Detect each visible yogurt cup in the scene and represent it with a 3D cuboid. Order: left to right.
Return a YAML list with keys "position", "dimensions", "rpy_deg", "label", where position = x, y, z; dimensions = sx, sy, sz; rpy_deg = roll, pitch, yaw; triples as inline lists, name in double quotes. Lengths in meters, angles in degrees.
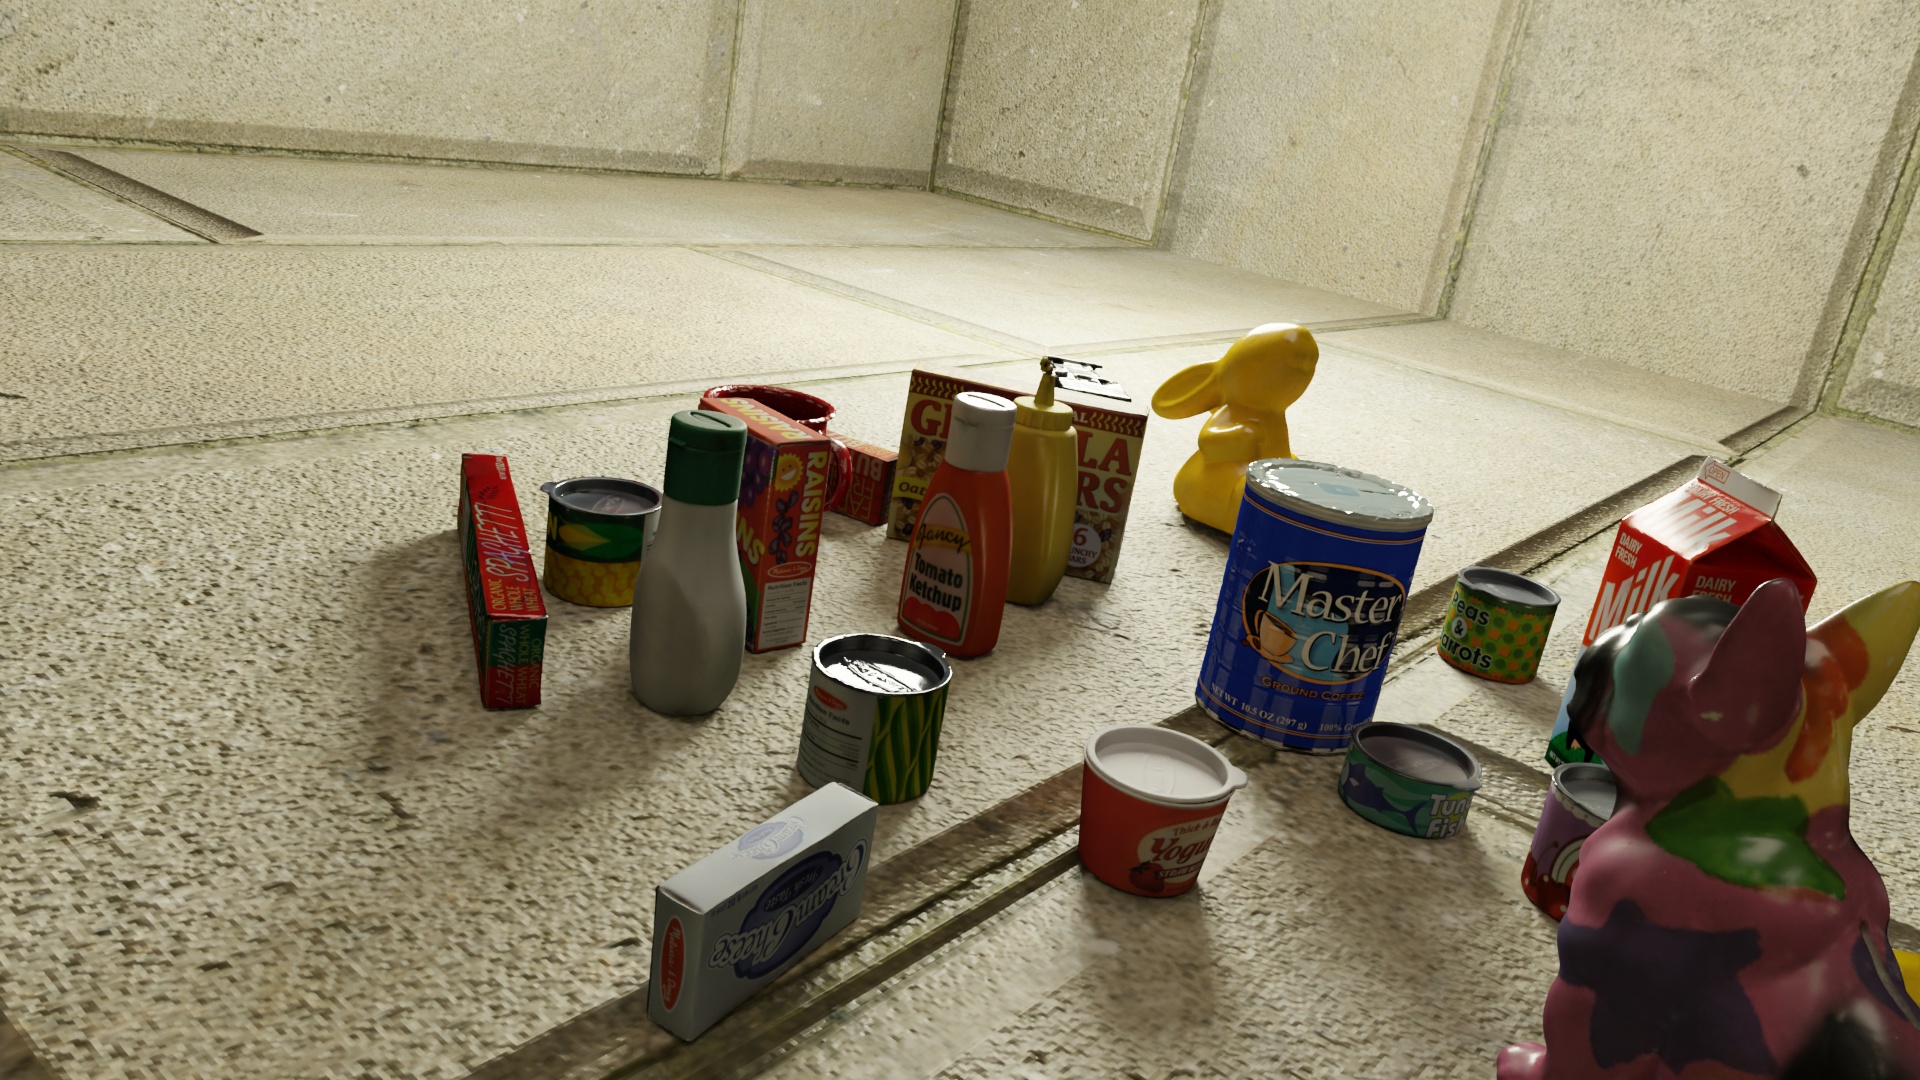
- position: [0.084, 0.121, 0.617]
  dimensions: [0.072, 0.053, 0.072]
  rpy_deg: [9, 19, -3]
  label: "yogurt cup"

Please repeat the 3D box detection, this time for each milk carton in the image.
- position: [0.391, 0.054, 0.751]
  dimensions: [0.073, 0.189, 0.072]
  rpy_deg: [8, 19, -6]
  label: "milk carton"

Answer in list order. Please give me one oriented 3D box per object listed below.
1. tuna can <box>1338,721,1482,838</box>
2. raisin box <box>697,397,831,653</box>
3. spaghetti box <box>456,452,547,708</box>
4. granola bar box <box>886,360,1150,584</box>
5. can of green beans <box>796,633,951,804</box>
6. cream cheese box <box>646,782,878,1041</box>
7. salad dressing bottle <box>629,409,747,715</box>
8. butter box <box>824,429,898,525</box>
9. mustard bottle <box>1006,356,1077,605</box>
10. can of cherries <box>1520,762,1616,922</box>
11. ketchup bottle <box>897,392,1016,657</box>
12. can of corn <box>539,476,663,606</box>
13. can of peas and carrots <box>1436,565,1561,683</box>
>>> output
- position: [0.232, 0.124, 0.714]
  dimensions: [0.071, 0.032, 0.071]
  rpy_deg: [9, 19, -3]
  label: "tuna can"
- position: [-0.119, -0.011, 0.787]
  dimensions: [0.040, 0.123, 0.086]
  rpy_deg: [-6, 24, -40]
  label: "raisin box"
- position: [-0.255, 0.014, 0.762]
  dimensions: [0.029, 0.050, 0.251]
  rpy_deg: [1, 21, -23]
  label: "spaghetti box"
- position: [0.039, -0.048, 0.970]
  dimensions: [0.166, 0.123, 0.039]
  rpy_deg: [12, 19, 6]
  label: "granola bar box"
- position: [-0.041, 0.083, 0.656]
  dimensions: [0.071, 0.057, 0.071]
  rpy_deg: [9, 19, -3]
  label: "can of green beans"
- position: [-0.071, 0.132, 0.508]
  dimensions: [0.024, 0.053, 0.104]
  rpy_deg: [19, 21, 26]
  label: "cream cheese box"
- position: [-0.131, 0.011, 0.681]
  dimensions: [0.064, 0.147, 0.044]
  rpy_deg: [24, 23, 35]
  label: "salad dressing bottle"
- position: [-0.094, -0.051, 1.023]
  dimensions: [0.103, 0.053, 0.024]
  rpy_deg: [19, 21, 26]
  label: "butter box"
- position: [0.046, -0.040, 0.896]
  dimensions: [0.065, 0.159, 0.049]
  rpy_deg: [19, 20, 24]
  label: "mustard bottle"
- position: [0.302, 0.146, 0.646]
  dimensions: [0.071, 0.058, 0.072]
  rpy_deg: [9, 19, -3]
  label: "can of cherries"
- position: [0.003, -0.010, 0.807]
  dimensions: [0.065, 0.148, 0.044]
  rpy_deg: [23, 23, 34]
  label: "ketchup bottle"
- position: [-0.211, 0.000, 0.811]
  dimensions: [0.071, 0.058, 0.071]
  rpy_deg: [9, 19, -3]
  label: "can of corn"
- position: [0.357, 0.056, 0.930]
  dimensions: [0.071, 0.058, 0.071]
  rpy_deg: [9, 19, -3]
  label: "can of peas and carrots"
